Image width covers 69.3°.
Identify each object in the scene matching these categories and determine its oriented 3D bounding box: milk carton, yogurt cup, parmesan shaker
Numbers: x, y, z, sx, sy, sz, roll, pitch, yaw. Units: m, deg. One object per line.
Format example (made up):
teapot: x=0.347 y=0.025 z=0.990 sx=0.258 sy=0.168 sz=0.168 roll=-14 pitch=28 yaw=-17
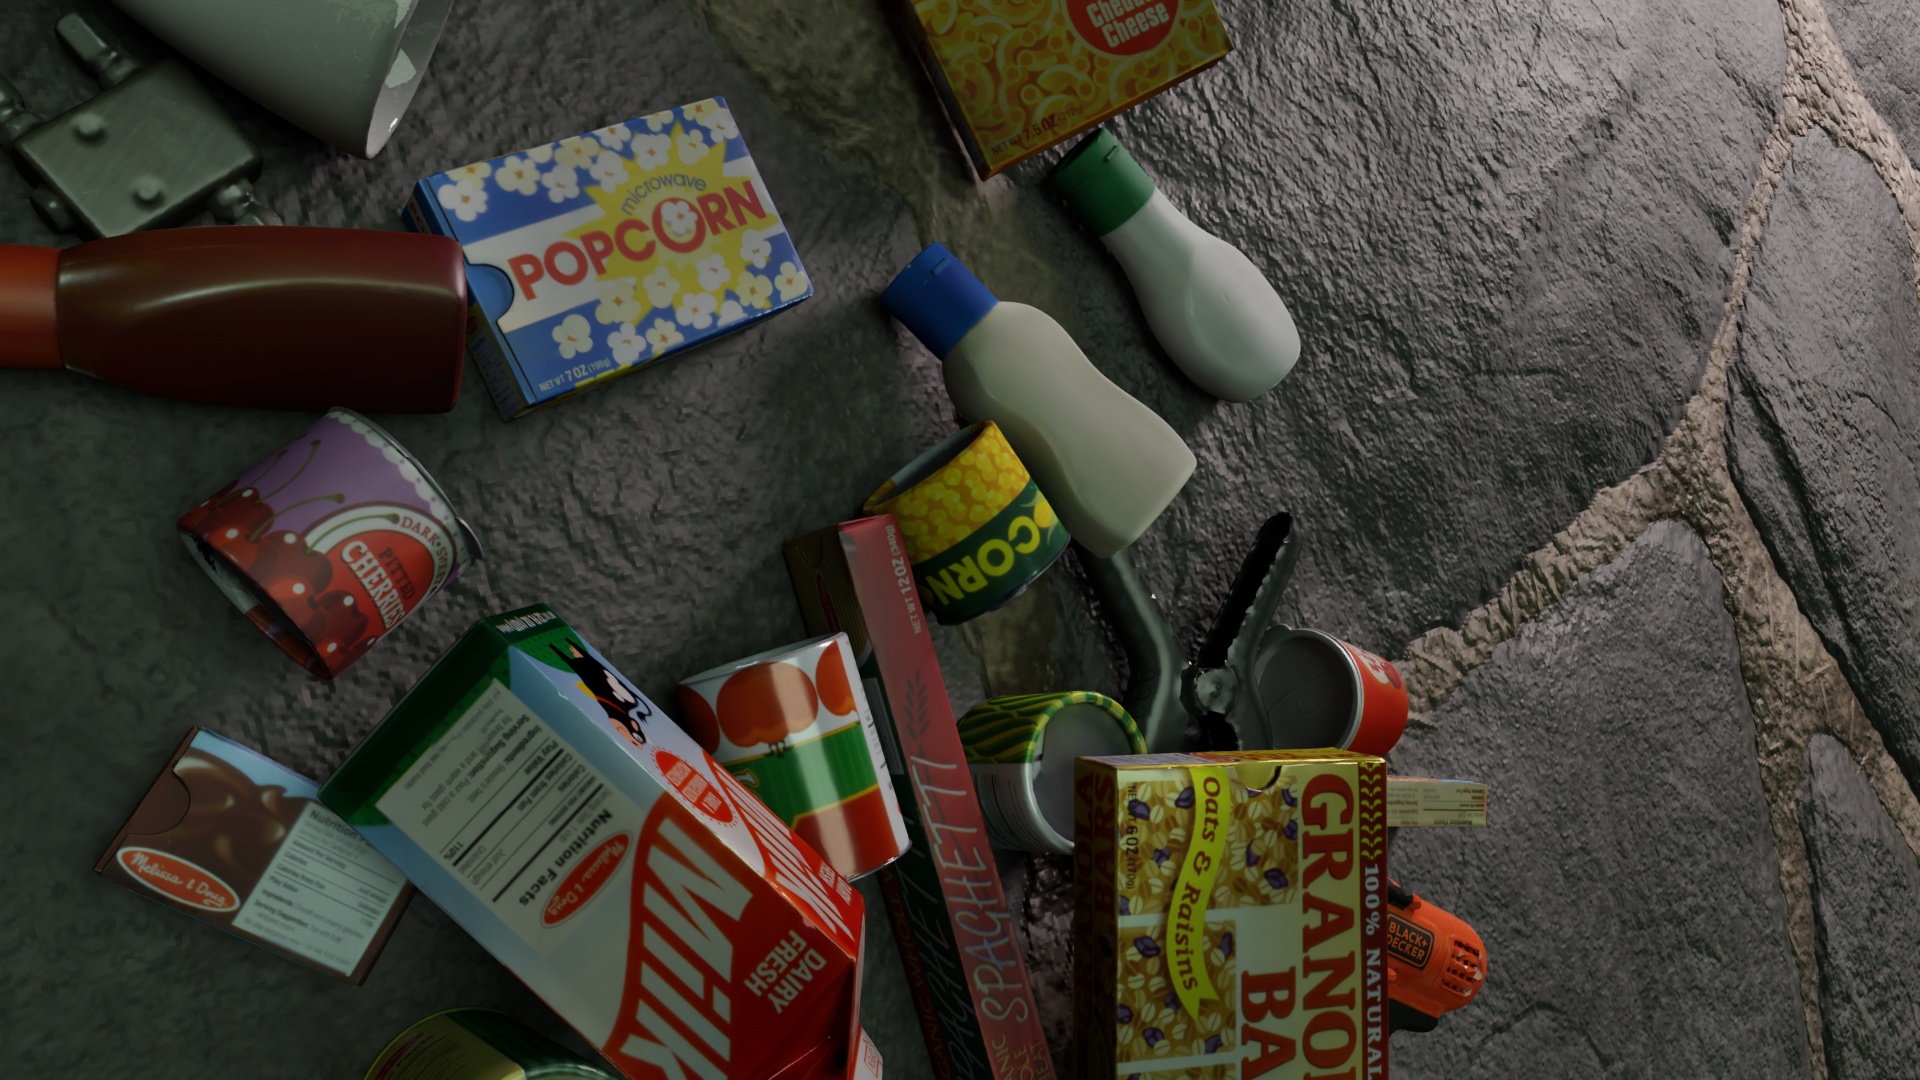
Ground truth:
milk carton: x=-0.095 y=0.111 z=0.438 sx=0.190 sy=0.072 sz=0.073 roll=43 pitch=89 yaw=-1
yogurt cup: x=0.179 y=0.079 z=0.672 sx=0.054 sy=0.072 sz=0.072 roll=12 pitch=75 yaw=-40
parmesan shaker: x=-0.140 y=0.185 z=0.417 sx=0.071 sy=0.103 sz=0.071 roll=6 pitch=79 yaw=-32

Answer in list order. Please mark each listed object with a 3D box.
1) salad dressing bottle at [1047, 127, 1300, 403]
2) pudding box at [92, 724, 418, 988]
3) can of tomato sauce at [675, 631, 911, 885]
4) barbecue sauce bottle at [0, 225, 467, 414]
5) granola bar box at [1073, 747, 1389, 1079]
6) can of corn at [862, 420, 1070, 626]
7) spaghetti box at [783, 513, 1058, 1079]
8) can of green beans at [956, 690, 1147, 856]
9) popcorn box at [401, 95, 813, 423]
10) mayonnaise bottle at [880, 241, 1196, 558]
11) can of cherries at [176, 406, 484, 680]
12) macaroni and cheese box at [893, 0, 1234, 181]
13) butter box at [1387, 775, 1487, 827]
salad dressing bottle: x=0.103 y=-0.133 z=0.673 sx=0.147 sy=0.044 sz=0.064 roll=46 pitch=62 yaw=-17
pudding box: x=-0.212 y=0.097 z=0.430 sx=0.083 sy=0.030 sz=0.050 roll=35 pitch=65 yaw=-23
can of tomato sauce: x=-0.063 y=0.083 z=0.509 sx=0.071 sy=0.071 sz=0.083 roll=-17 pitch=90 yaw=-34
barbecue sauce bottle: x=-0.233 y=-0.069 z=0.430 sx=0.149 sy=0.064 sz=0.044 roll=-1 pitch=53 yaw=-25
granola bar box: x=0.107 y=0.167 z=0.542 sx=0.124 sy=0.039 sz=0.165 roll=2 pitch=86 yaw=-21
can of corn: x=0.002 y=-0.007 z=0.566 sx=0.071 sy=0.071 sz=0.058 roll=-42 pitch=104 yaw=-31
spaghetti box: x=-0.015 y=0.114 z=0.545 sx=0.029 sy=0.050 sz=0.250 roll=-17 pitch=91 yaw=-33
can of green beans: x=0.036 y=0.096 z=0.577 sx=0.071 sy=0.057 sz=0.071 roll=7 pitch=78 yaw=-33
popcorn box: x=-0.128 y=-0.107 z=0.518 sx=0.127 sy=0.038 sz=0.085 roll=-29 pitch=99 yaw=-34
mayonnaise bottle: x=0.030 y=-0.063 z=0.595 sx=0.148 sy=0.041 sz=0.065 roll=44 pitch=60 yaw=-2
can of cherries: x=-0.195 y=0.002 z=0.434 sx=0.059 sy=0.071 sz=0.071 roll=-46 pitch=107 yaw=-30
macaroni and cheese box: x=0.028 y=-0.264 z=0.618 sx=0.124 sy=0.040 sz=0.166 roll=-27 pitch=97 yaw=-3
butter box: x=0.206 y=0.128 z=0.686 sx=0.103 sy=0.053 sz=0.024 roll=7 pitch=81 yaw=-32
